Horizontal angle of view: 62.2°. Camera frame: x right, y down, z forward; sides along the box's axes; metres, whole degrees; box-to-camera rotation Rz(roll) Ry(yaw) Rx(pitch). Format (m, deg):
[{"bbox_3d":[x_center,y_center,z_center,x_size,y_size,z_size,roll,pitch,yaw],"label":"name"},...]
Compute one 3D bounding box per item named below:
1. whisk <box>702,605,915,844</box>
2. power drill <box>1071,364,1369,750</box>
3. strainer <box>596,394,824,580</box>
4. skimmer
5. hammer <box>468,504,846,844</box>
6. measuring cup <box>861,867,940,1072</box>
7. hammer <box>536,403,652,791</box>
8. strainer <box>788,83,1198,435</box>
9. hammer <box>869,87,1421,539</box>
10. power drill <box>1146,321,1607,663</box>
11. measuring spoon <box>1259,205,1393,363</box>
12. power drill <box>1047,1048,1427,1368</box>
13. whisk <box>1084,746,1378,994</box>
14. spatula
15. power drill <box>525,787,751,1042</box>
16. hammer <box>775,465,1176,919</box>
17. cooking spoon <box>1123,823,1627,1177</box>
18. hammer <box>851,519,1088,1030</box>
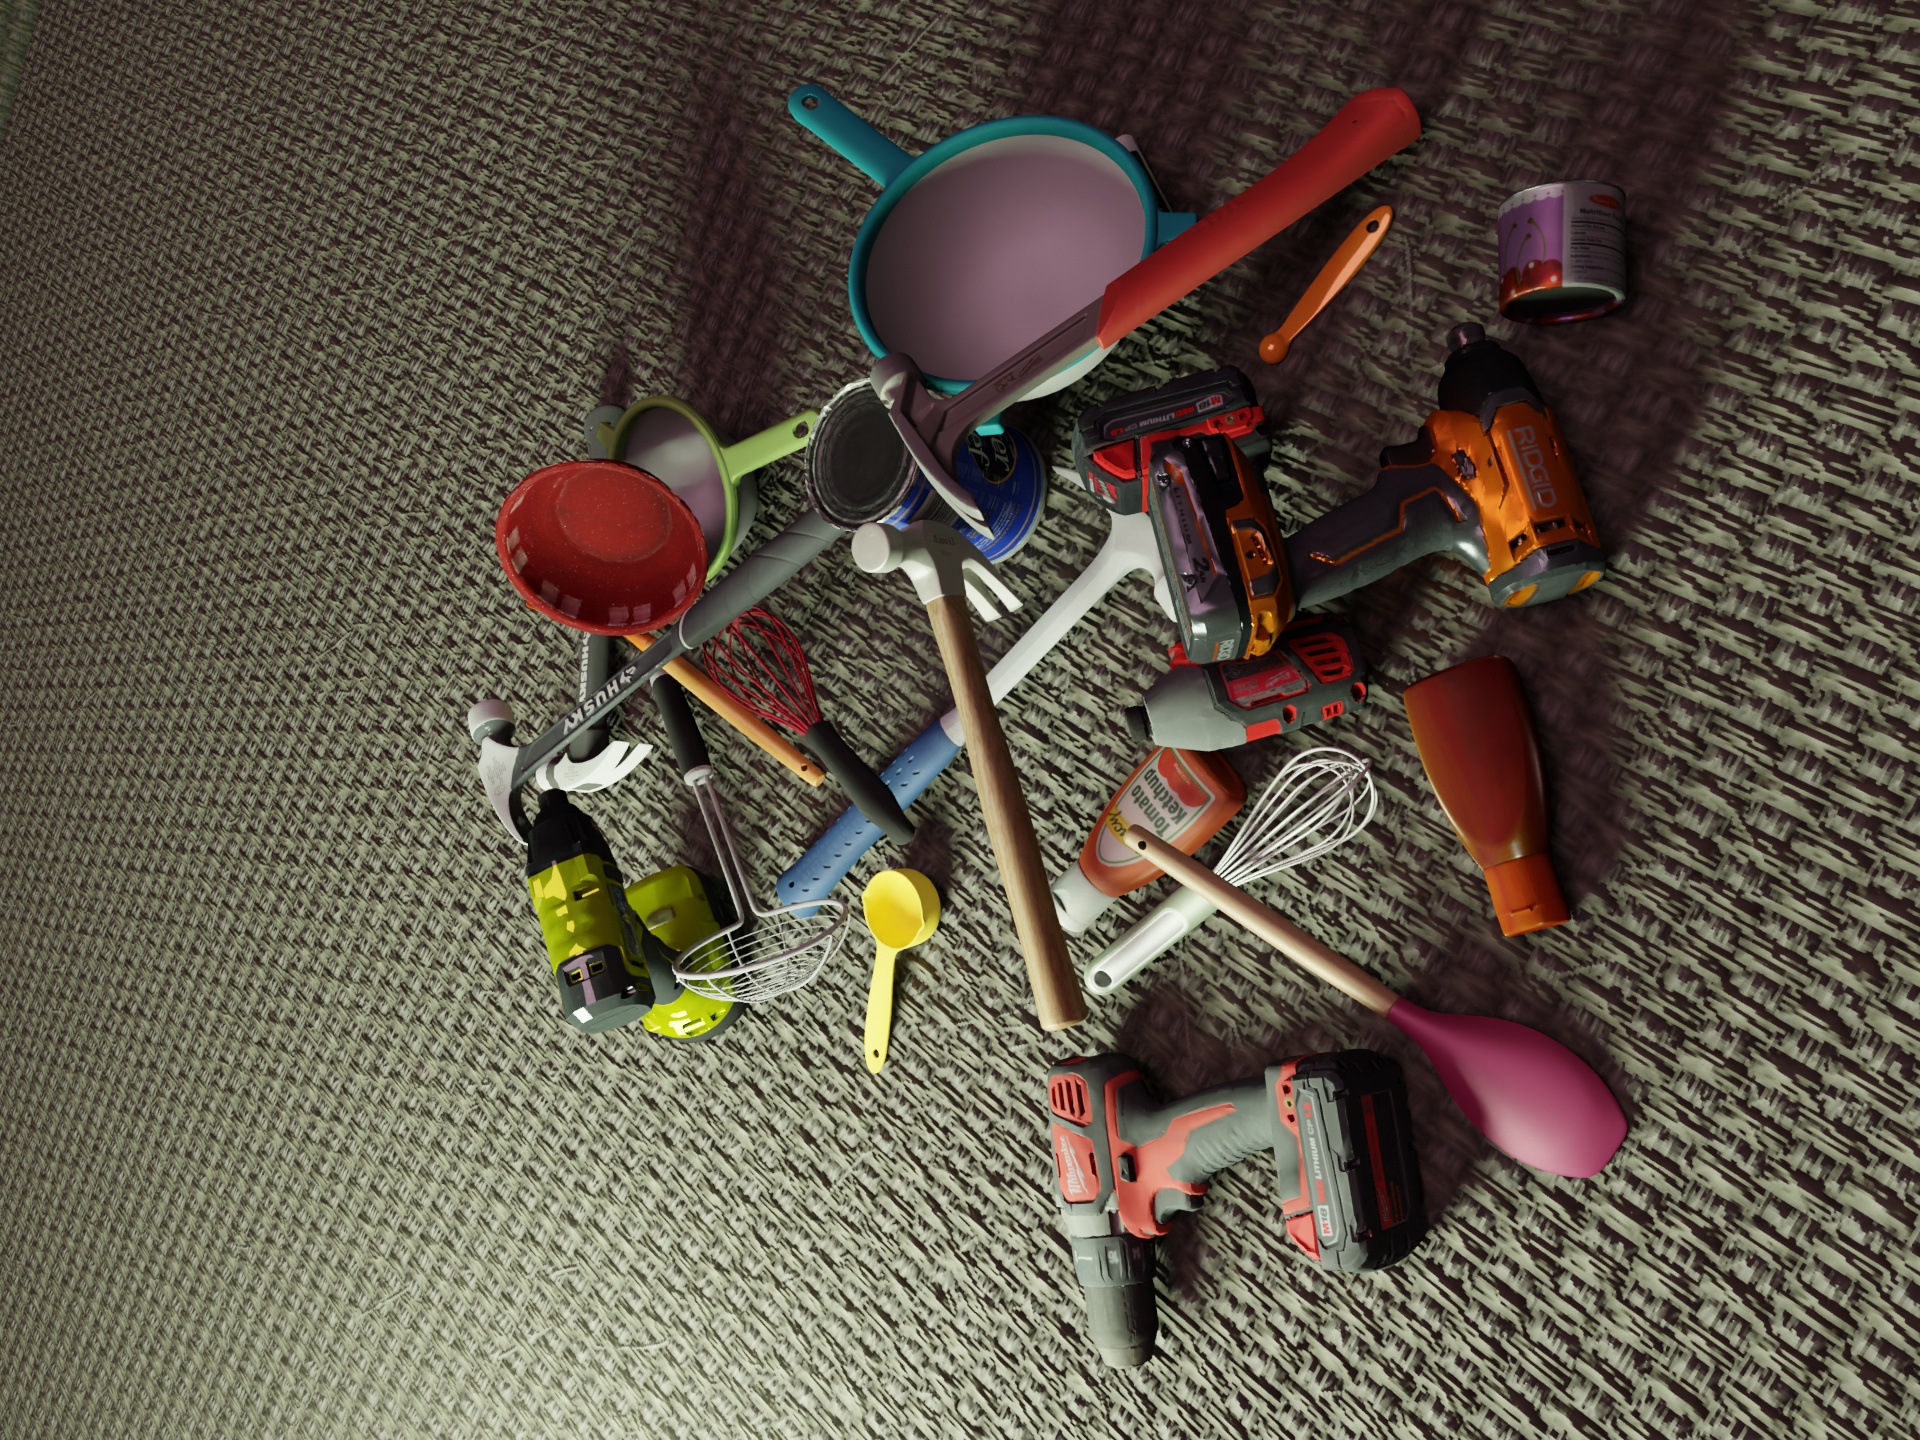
[{"bbox_3d":[-0.113,-0.001,1.162,0.296,0.073,0.073,46,113,42],"label":"whisk"},{"bbox_3d":[0.145,-0.090,0.959,0.143,0.078,0.220,-17,74,3],"label":"power drill"},{"bbox_3d":[-0.173,-0.198,1.241,0.256,0.069,0.151,-15,95,42],"label":"strainer"},{"bbox_3d":[-0.185,0.065,1.187,0.127,0.090,0.364,-19,49,-10],"label":"skimmer"},{"bbox_3d":[-0.217,-0.054,1.199,0.409,0.036,0.149,-36,56,19],"label":"hammer"},{"bbox_3d":[-0.046,0.180,1.147,0.062,0.029,0.156,20,109,38],"label":"measuring cup"},{"bbox_3d":[-0.309,-0.108,1.364,0.146,0.035,0.335,-8,78,49],"label":"hammer"},{"bbox_3d":[-0.002,-0.333,1.102,0.211,0.095,0.341,-44,62,-1],"label":"strainer"},{"bbox_3d":[0.122,-0.257,0.951,0.359,0.036,0.149,-33,56,3],"label":"hammer"},{"bbox_3d":[0.222,-0.127,0.881,0.226,0.084,0.164,-13,75,2],"label":"power drill"},{"bbox_3d":[0.225,-0.270,0.985,0.117,0.011,0.021,-50,58,23],"label":"measuring spoon"},{"bbox_3d":[0.152,0.287,0.942,0.227,0.080,0.188,-16,75,39],"label":"power drill"},{"bbox_3d":[0.160,0.099,0.976,0.058,0.059,0.246,46,120,2],"label":"whisk"},{"bbox_3d":[-0.227,-0.044,1.271,0.323,0.041,0.081,37,86,19],"label":"spatula"},{"bbox_3d":[-0.240,0.149,1.163,0.080,0.223,0.171,-24,68,5],"label":"power drill"},{"bbox_3d":[-0.002,-0.004,1.119,0.405,0.035,0.144,-46,60,25],"label":"hammer"},{"bbox_3d":[0.223,0.149,0.904,0.319,0.017,0.068,34,108,24],"label":"cooking spoon"},{"bbox_3d":[0.023,0.031,1.011,0.031,0.130,0.331,-21,81,35],"label":"hammer"}]
